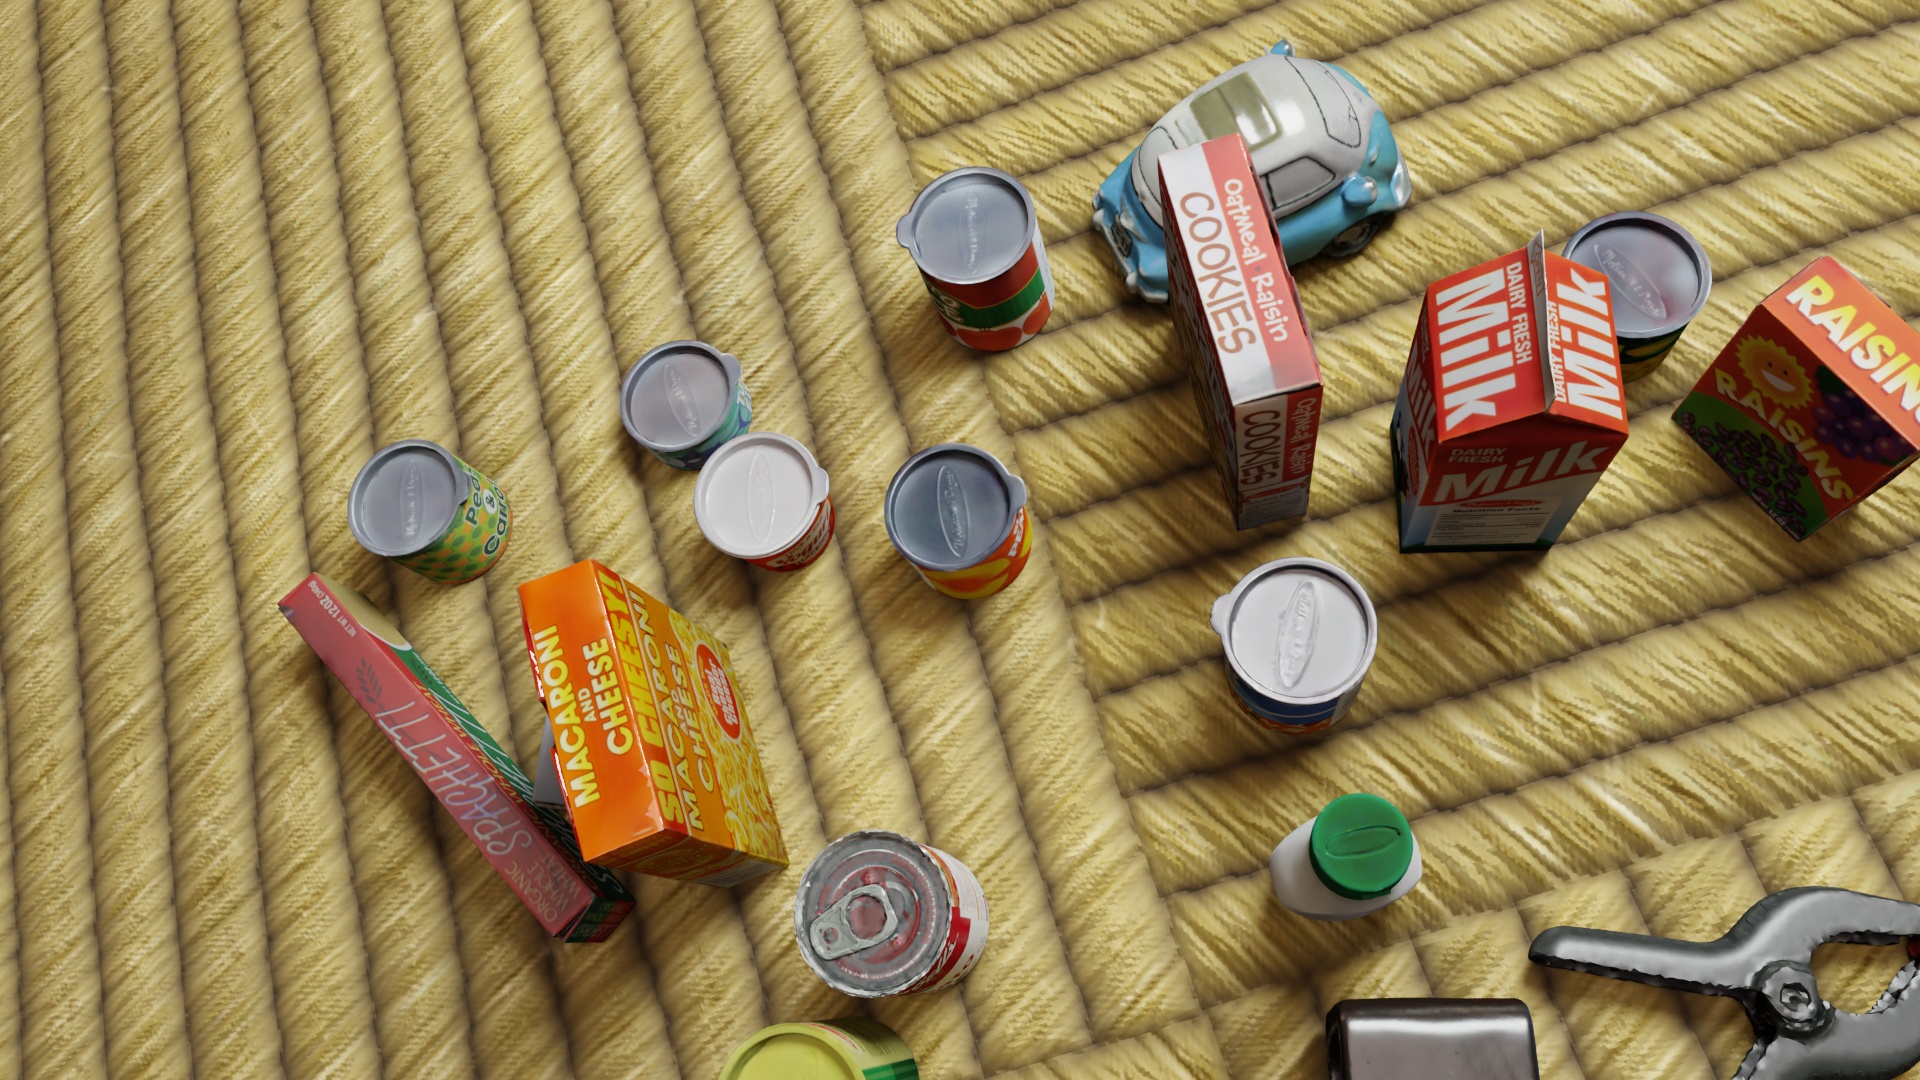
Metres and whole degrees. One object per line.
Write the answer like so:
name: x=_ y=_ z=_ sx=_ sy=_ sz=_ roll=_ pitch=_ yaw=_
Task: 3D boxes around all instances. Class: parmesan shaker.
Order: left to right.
parmesan shaker: x=-0.057 y=0.245 z=0.604 sx=0.071 sy=0.103 sz=0.071 roll=-3 pitch=72 yaw=10

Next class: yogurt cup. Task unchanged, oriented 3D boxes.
yogurt cup: x=-0.098 y=-0.016 z=0.724 sx=0.072 sy=0.054 sz=0.072 roll=-3 pitch=72 yaw=10

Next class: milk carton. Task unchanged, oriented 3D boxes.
milk carton: x=0.233 y=-0.056 z=0.599 sx=0.073 sy=0.190 sz=0.072 roll=-2 pitch=72 yaw=11

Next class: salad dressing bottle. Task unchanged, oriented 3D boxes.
salad dressing bottle: x=0.161 y=0.132 z=0.574 sx=0.064 sy=0.147 sz=0.044 roll=-15 pitch=70 yaw=6

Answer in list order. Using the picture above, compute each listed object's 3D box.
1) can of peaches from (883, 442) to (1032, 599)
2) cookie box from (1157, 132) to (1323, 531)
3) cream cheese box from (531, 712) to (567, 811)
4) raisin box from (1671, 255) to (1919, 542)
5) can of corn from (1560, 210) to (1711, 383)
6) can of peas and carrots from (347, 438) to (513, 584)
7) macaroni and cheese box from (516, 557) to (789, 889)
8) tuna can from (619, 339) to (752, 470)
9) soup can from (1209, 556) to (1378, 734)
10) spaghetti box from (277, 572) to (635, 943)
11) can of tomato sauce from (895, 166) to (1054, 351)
can of peaches: x=0.002 y=-0.009 z=0.700 sx=0.071 sy=0.058 sz=0.071 roll=-3 pitch=72 yaw=10
cookie box: x=0.129 y=-0.089 z=0.643 sx=0.040 sy=0.167 sz=0.123 roll=-15 pitch=70 yaw=6
cream cheese box: x=-0.187 y=0.087 z=0.708 sx=0.024 sy=0.053 sz=0.104 roll=2 pitch=73 yaw=12
raisin box: x=0.374 y=-0.058 z=0.608 sx=0.040 sy=0.123 sz=0.086 roll=-35 pitch=69 yaw=-1
can of corn: x=0.316 y=-0.114 z=0.672 sx=0.071 sy=0.058 sz=0.071 roll=-3 pitch=72 yaw=10
can of peas and carrots: x=-0.286 y=-0.015 z=0.758 sx=0.071 sy=0.058 sz=0.071 roll=-3 pitch=72 yaw=10
macaroni and cheese box: x=-0.136 y=0.091 z=0.636 sx=0.040 sy=0.166 sz=0.124 roll=-22 pitch=70 yaw=4
tuna can: x=-0.148 y=-0.075 z=0.764 sx=0.071 sy=0.032 sz=0.071 roll=-3 pitch=72 yaw=10
soup can: x=0.151 y=0.050 z=0.637 sx=0.071 sy=0.083 sz=0.071 roll=-3 pitch=72 yaw=10
spaghetti box: x=-0.262 y=0.110 z=0.717 sx=0.250 sy=0.050 sz=0.029 roll=41 pitch=84 yaw=20
can of tomato sauce: x=0.010 y=-0.145 z=0.729 sx=0.071 sy=0.083 sz=0.071 roll=-3 pitch=72 yaw=10
